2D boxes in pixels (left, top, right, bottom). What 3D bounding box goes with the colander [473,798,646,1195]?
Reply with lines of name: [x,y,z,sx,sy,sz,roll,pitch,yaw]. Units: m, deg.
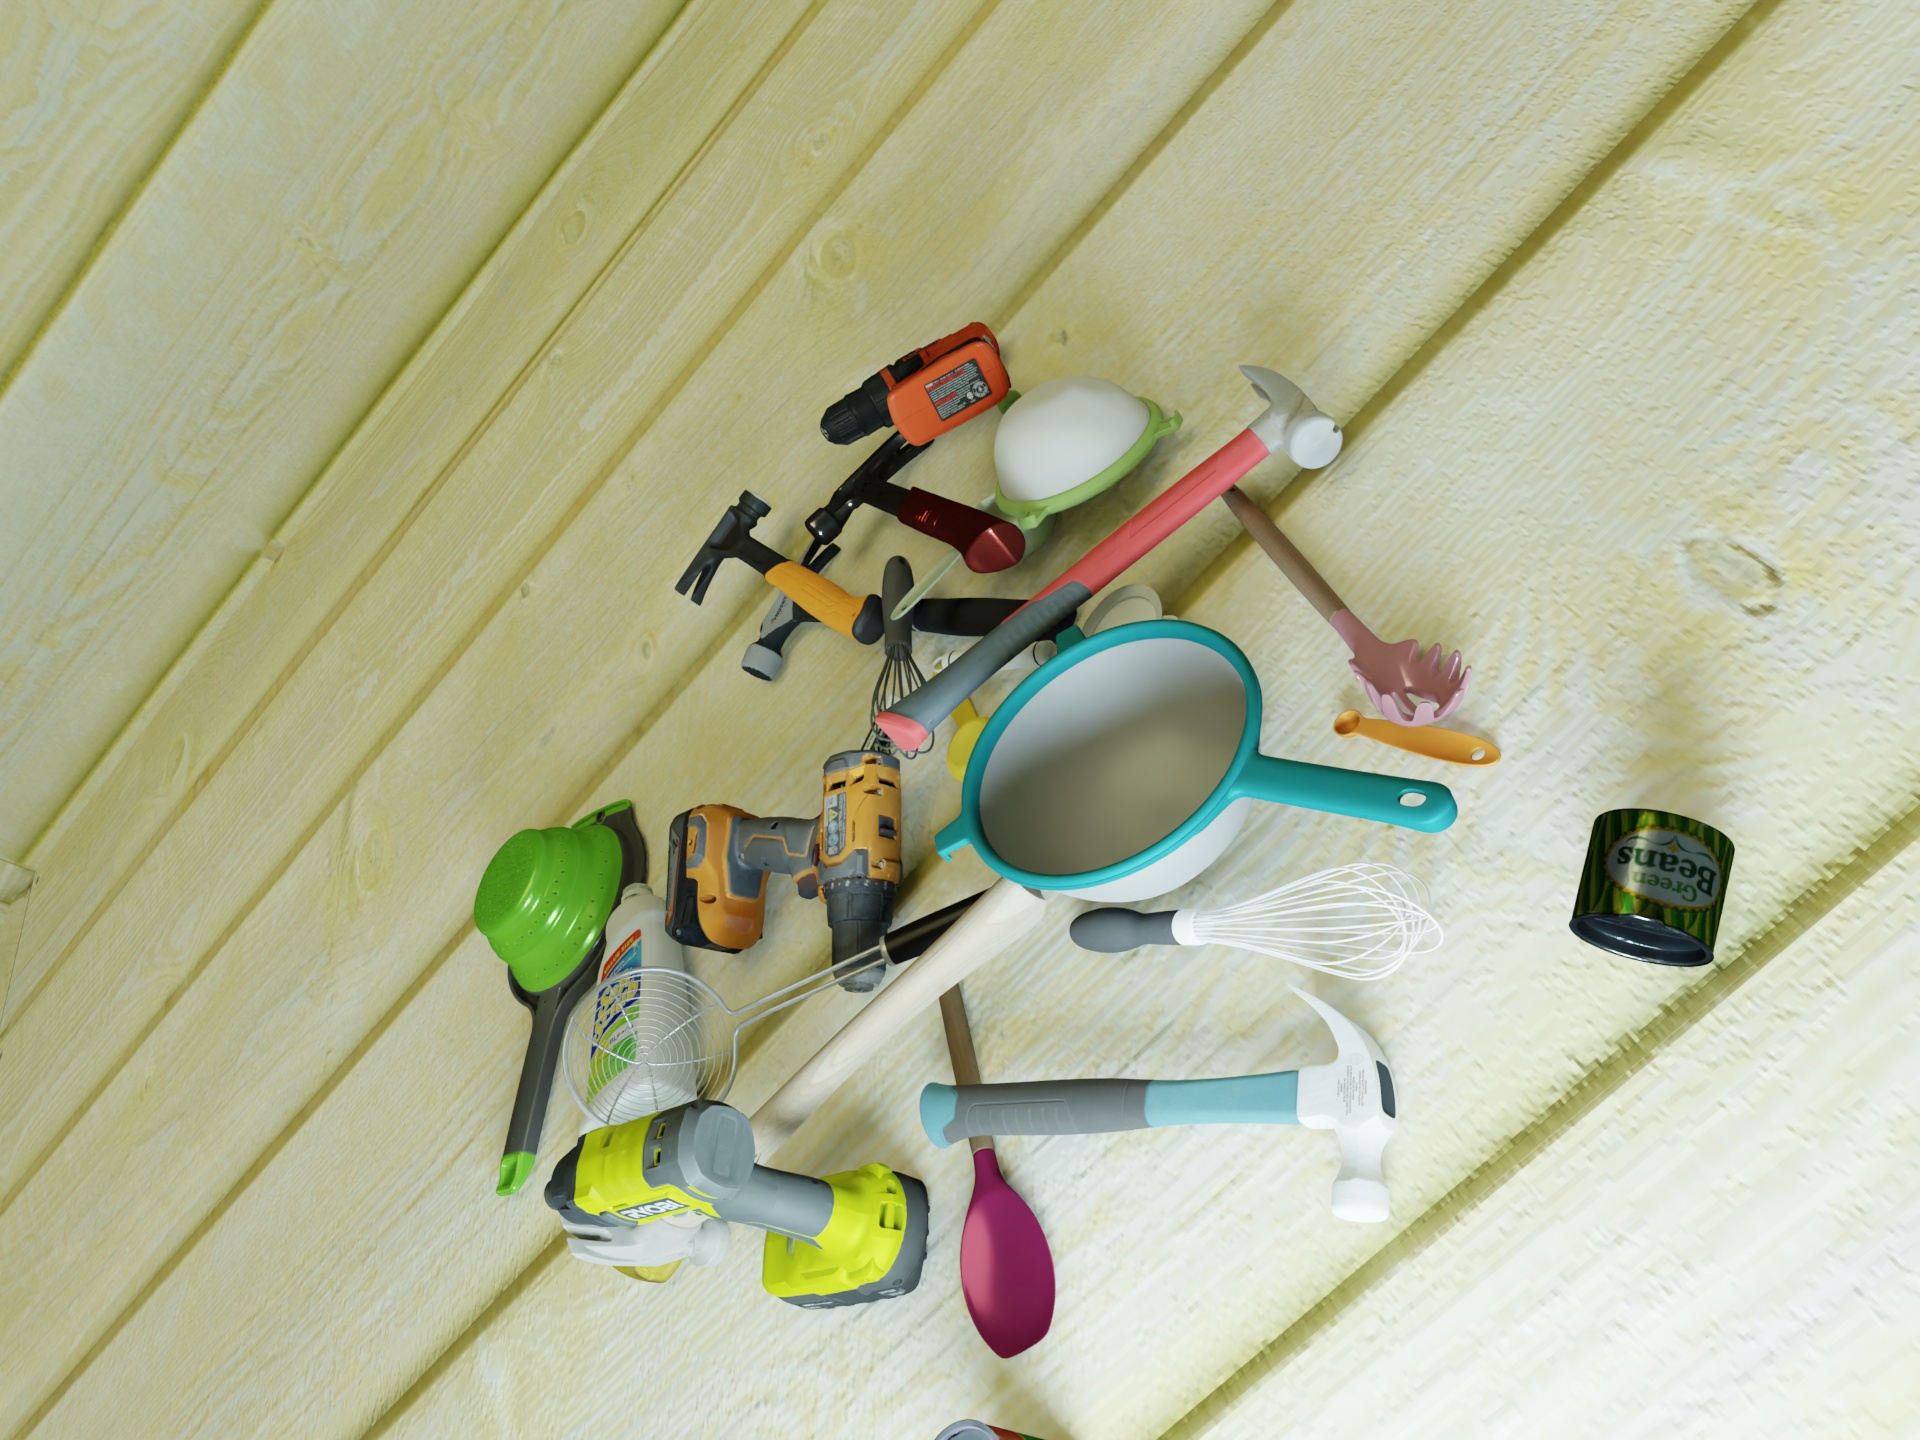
colander: [-0.411,0.240,1.501,0.204,0.094,0.397,-24,47,37]

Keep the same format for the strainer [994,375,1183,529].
strainer: [0.066,-0.255,1.314,0.151,0.069,0.257,-34,30,0]

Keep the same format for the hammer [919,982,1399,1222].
hammer: [0.104,0.231,0.951,0.331,0.033,0.128,-14,54,39]

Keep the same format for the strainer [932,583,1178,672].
strainer: [0.072,-0.052,1.191,0.258,0.050,0.087,-4,66,44]

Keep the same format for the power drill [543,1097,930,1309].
power drill: [-0.144,0.314,1.028,0.171,0.223,0.080,-25,46,36]

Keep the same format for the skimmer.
skimmer: [-0.115,0.190,1.141,0.363,0.090,0.127,-26,74,16]

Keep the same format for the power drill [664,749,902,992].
power drill: [-0.137,0.135,1.273,0.226,0.084,0.185,-17,65,37]

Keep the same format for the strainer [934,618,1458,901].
strainer: [0.158,0.050,0.990,0.340,0.095,0.211,9,59,43]

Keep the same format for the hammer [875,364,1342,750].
hammer: [0.093,-0.114,1.165,0.386,0.038,0.143,-38,29,9]

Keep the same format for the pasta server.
pasta server: [0.237,-0.087,1.044,0.060,0.040,0.317,-18,38,-6]

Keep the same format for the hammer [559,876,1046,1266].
hammer: [-0.101,0.244,1.098,0.410,0.146,0.038,-45,52,15]

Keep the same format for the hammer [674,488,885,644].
hammer: [-0.162,-0.126,1.477,0.127,0.034,0.337,-55,36,-2]

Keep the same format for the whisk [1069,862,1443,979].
whisk: [0.163,0.123,0.959,0.284,0.070,0.070,-11,56,50]

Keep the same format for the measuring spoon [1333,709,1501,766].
measuring spoon: [0.273,0.013,0.954,0.117,0.011,0.021,17,69,49]

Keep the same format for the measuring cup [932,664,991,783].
measuring cup: [-0.002,-0.004,1.264,0.062,0.029,0.157,-47,39,14]

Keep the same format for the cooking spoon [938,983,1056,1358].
cooking spoon: [0.011,0.266,1.059,0.068,0.017,0.319,-37,41,20]

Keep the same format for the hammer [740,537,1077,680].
hammer: [-0.047,-0.095,1.383,0.409,0.036,0.149,7,68,50]

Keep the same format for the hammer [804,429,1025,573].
hammer: [-0.024,-0.184,1.347,0.149,0.036,0.359,-44,26,-6]

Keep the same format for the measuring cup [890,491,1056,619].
measuring cup: [0.012,-0.130,1.304,0.167,0.038,0.083,-44,30,-9]

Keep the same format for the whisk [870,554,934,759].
whisk: [-0.047,-0.057,1.290,0.055,0.055,0.239,-36,36,27]
